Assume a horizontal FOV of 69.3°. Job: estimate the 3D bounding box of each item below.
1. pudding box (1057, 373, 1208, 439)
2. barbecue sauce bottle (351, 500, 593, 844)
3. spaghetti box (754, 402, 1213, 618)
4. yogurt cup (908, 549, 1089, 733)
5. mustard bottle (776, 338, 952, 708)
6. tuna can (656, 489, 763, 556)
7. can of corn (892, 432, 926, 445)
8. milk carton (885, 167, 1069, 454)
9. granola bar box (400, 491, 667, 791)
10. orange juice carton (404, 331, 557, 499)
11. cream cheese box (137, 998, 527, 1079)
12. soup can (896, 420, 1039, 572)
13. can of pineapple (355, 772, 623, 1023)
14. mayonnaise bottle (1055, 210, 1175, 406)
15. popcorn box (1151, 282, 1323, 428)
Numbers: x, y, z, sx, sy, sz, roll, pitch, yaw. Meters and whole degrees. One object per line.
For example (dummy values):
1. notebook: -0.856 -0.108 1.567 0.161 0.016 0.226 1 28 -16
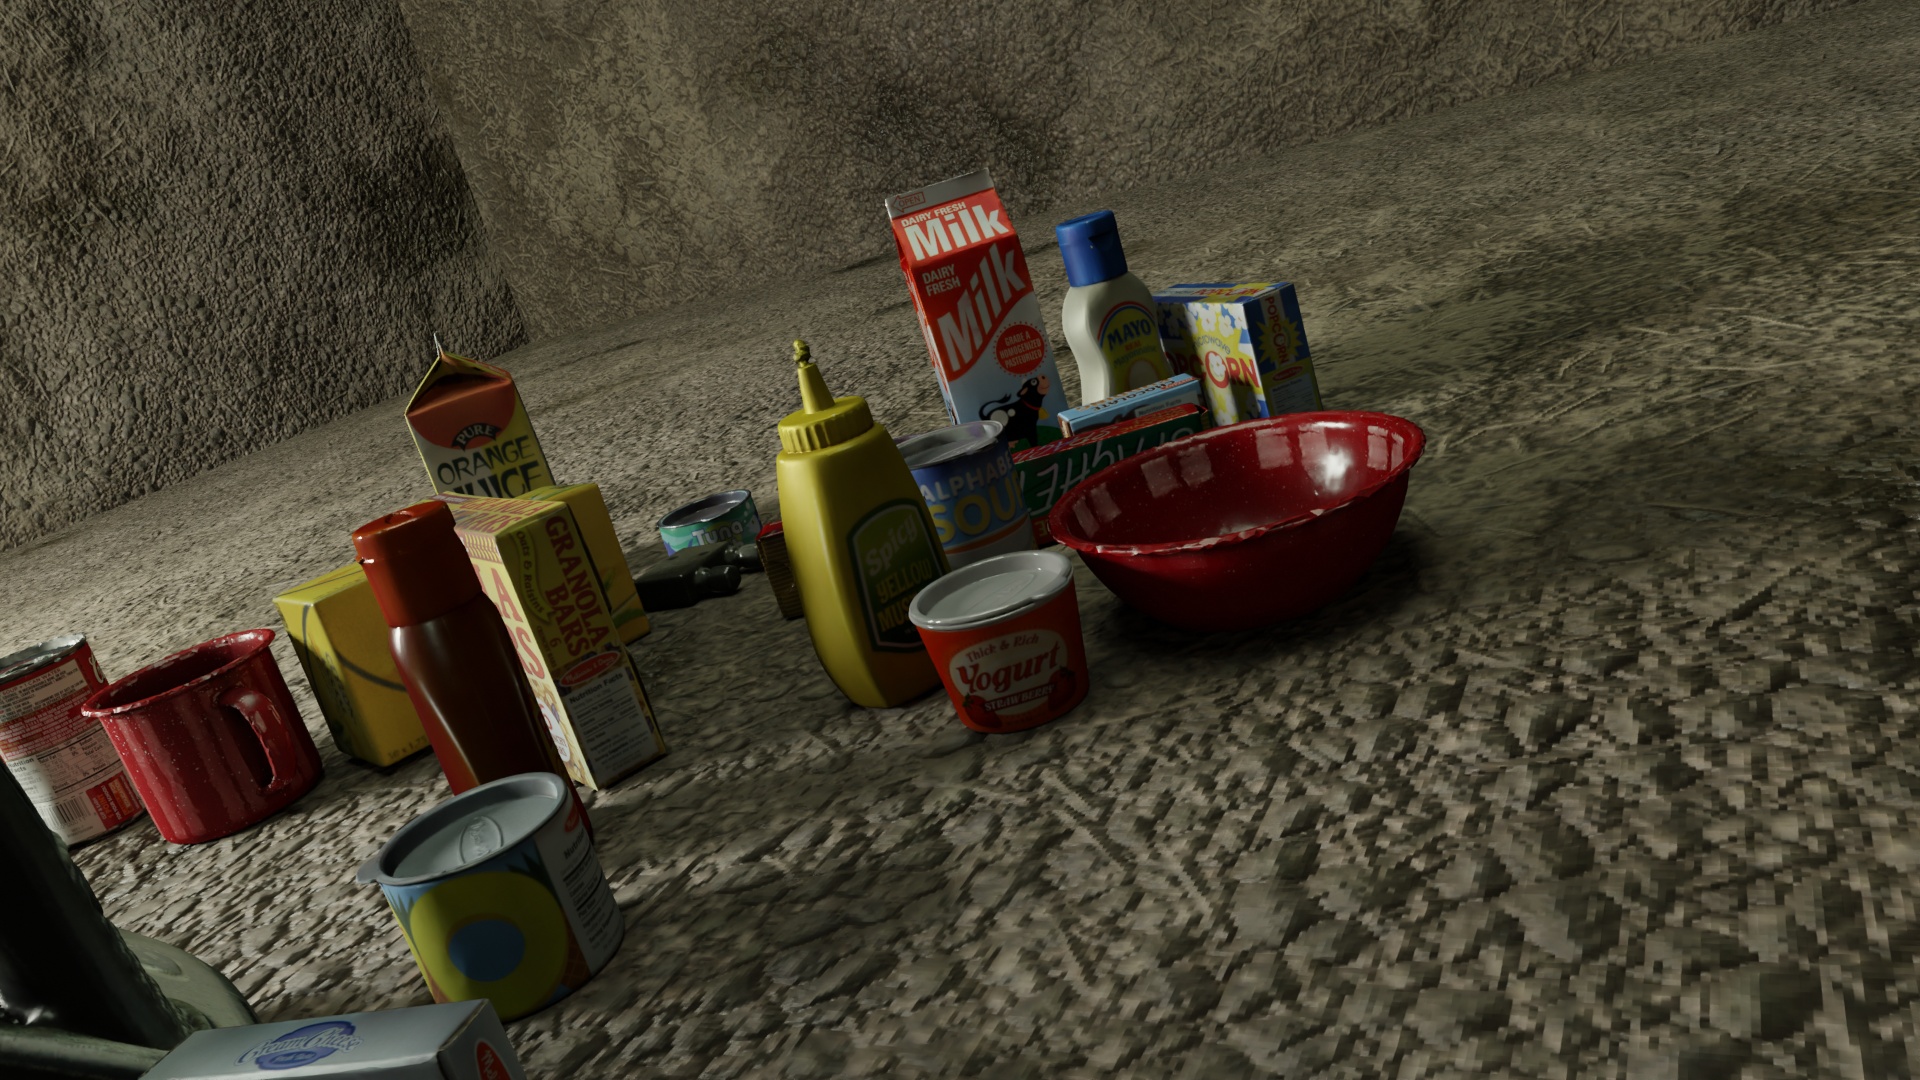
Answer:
1. pudding box: 0.103 -0.062 0.810 0.084 0.049 0.030 -19 16 -5
2. barbecue sauce bottle: -0.191 0.059 0.543 0.044 0.148 0.065 -25 18 -24
3. spaghetti box: 0.016 -0.016 0.750 0.250 0.050 0.029 -16 16 4
4. yogurt cup: 0.019 0.041 0.557 0.072 0.053 0.072 -16 16 5
5. mustard bottle: -0.045 -0.009 0.595 0.065 0.159 0.049 -29 20 -35
6. tuna can: -0.166 -0.007 0.933 0.071 0.032 0.071 -16 17 5
7. can of corn: -0.036 -0.024 0.812 0.071 0.058 0.071 -16 16 5
8. milk carton: 0.013 -0.138 0.899 0.072 0.190 0.073 -18 16 -3
9. granola bar box: -0.210 0.042 0.660 0.039 0.124 0.165 -28 20 -33
10. orange juice carton: -0.319 -0.050 0.943 0.073 0.192 0.072 -21 17 -14
11. cream cheese box: -0.164 0.156 0.372 0.104 0.053 0.024 -12 17 18
12. soup can: 0.002 -0.009 0.680 0.071 0.083 0.071 -16 16 5
13. can of pineapple: -0.156 0.120 0.469 0.071 0.057 0.071 -16 16 5
14. mayonnaise bottle: 0.094 -0.124 0.848 0.065 0.147 0.041 -23 17 -19
15. popcorn box: 0.162 -0.113 0.852 0.038 0.085 0.127 -23 17 -18
